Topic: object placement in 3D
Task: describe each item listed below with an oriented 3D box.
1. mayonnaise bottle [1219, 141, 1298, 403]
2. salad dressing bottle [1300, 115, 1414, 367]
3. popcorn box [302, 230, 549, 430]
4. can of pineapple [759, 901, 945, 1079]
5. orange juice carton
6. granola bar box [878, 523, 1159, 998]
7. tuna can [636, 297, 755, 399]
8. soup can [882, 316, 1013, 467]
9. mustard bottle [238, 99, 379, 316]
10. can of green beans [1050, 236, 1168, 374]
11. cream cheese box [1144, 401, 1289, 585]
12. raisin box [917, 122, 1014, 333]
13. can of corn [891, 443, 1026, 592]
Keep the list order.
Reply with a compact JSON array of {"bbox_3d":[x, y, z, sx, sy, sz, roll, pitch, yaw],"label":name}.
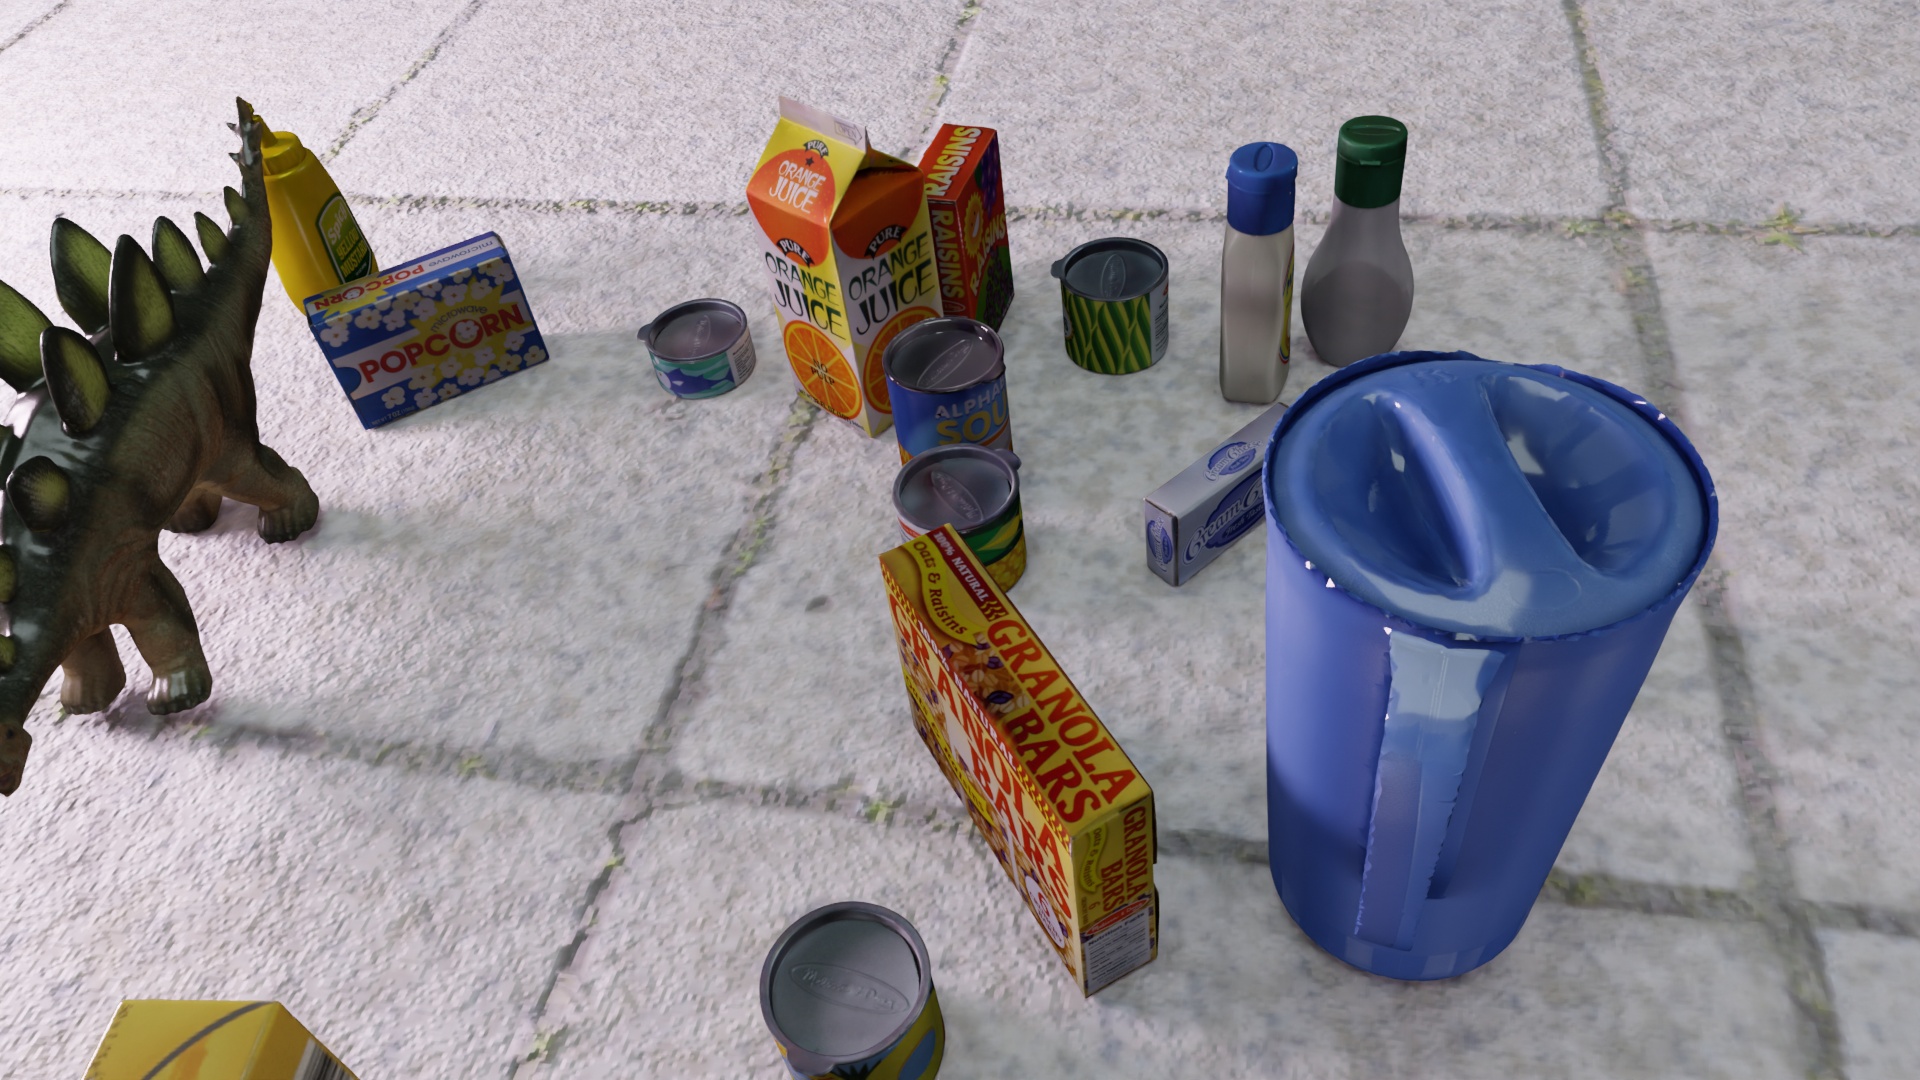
[{"bbox_3d":[0.169,-0.151,0.786,0.041,0.147,0.065,7,47,16],"label":"mayonnaise bottle"},{"bbox_3d":[0.230,-0.169,0.795,0.064,0.146,0.044,6,47,14],"label":"salad dressing bottle"},{"bbox_3d":[-0.340,-0.135,0.891,0.127,0.084,0.038,-25,47,-16],"label":"popcorn box"},{"bbox_3d":[-0.042,0.187,0.545,0.071,0.057,0.071,-4,45,4],"label":"can of pineapple"},{"bbox_3d":[-0.064,-0.161,0.800,0.072,0.191,0.073,32,57,33],"label":"orange juice carton"},{"bbox_3d":[0.024,0.089,0.585,0.039,0.123,0.166,-24,47,-15],"label":"granola bar box"},{"bbox_3d":[-0.169,-0.123,0.890,0.071,0.032,0.071,-4,45,4],"label":"tuna can"},{"bbox_3d":[-0.003,-0.072,0.778,0.071,0.083,0.072,-4,45,4],"label":"soup can"},{"bbox_3d":[-0.448,-0.224,0.943,0.049,0.159,0.066,0,45,8],"label":"mustard bottle"},{"bbox_3d":[0.095,-0.144,0.854,0.071,0.057,0.071,-4,45,4],"label":"can of green beans"},{"bbox_3d":[0.141,-0.024,0.731,0.104,0.053,0.024,-34,50,-24],"label":"cream cheese box"},{"bbox_3d":[-0.001,-0.181,0.859,0.040,0.122,0.086,9,47,17],"label":"raisin box"},{"bbox_3d":[0.003,-0.009,0.733,0.071,0.058,0.071,-4,45,4],"label":"can of corn"}]
